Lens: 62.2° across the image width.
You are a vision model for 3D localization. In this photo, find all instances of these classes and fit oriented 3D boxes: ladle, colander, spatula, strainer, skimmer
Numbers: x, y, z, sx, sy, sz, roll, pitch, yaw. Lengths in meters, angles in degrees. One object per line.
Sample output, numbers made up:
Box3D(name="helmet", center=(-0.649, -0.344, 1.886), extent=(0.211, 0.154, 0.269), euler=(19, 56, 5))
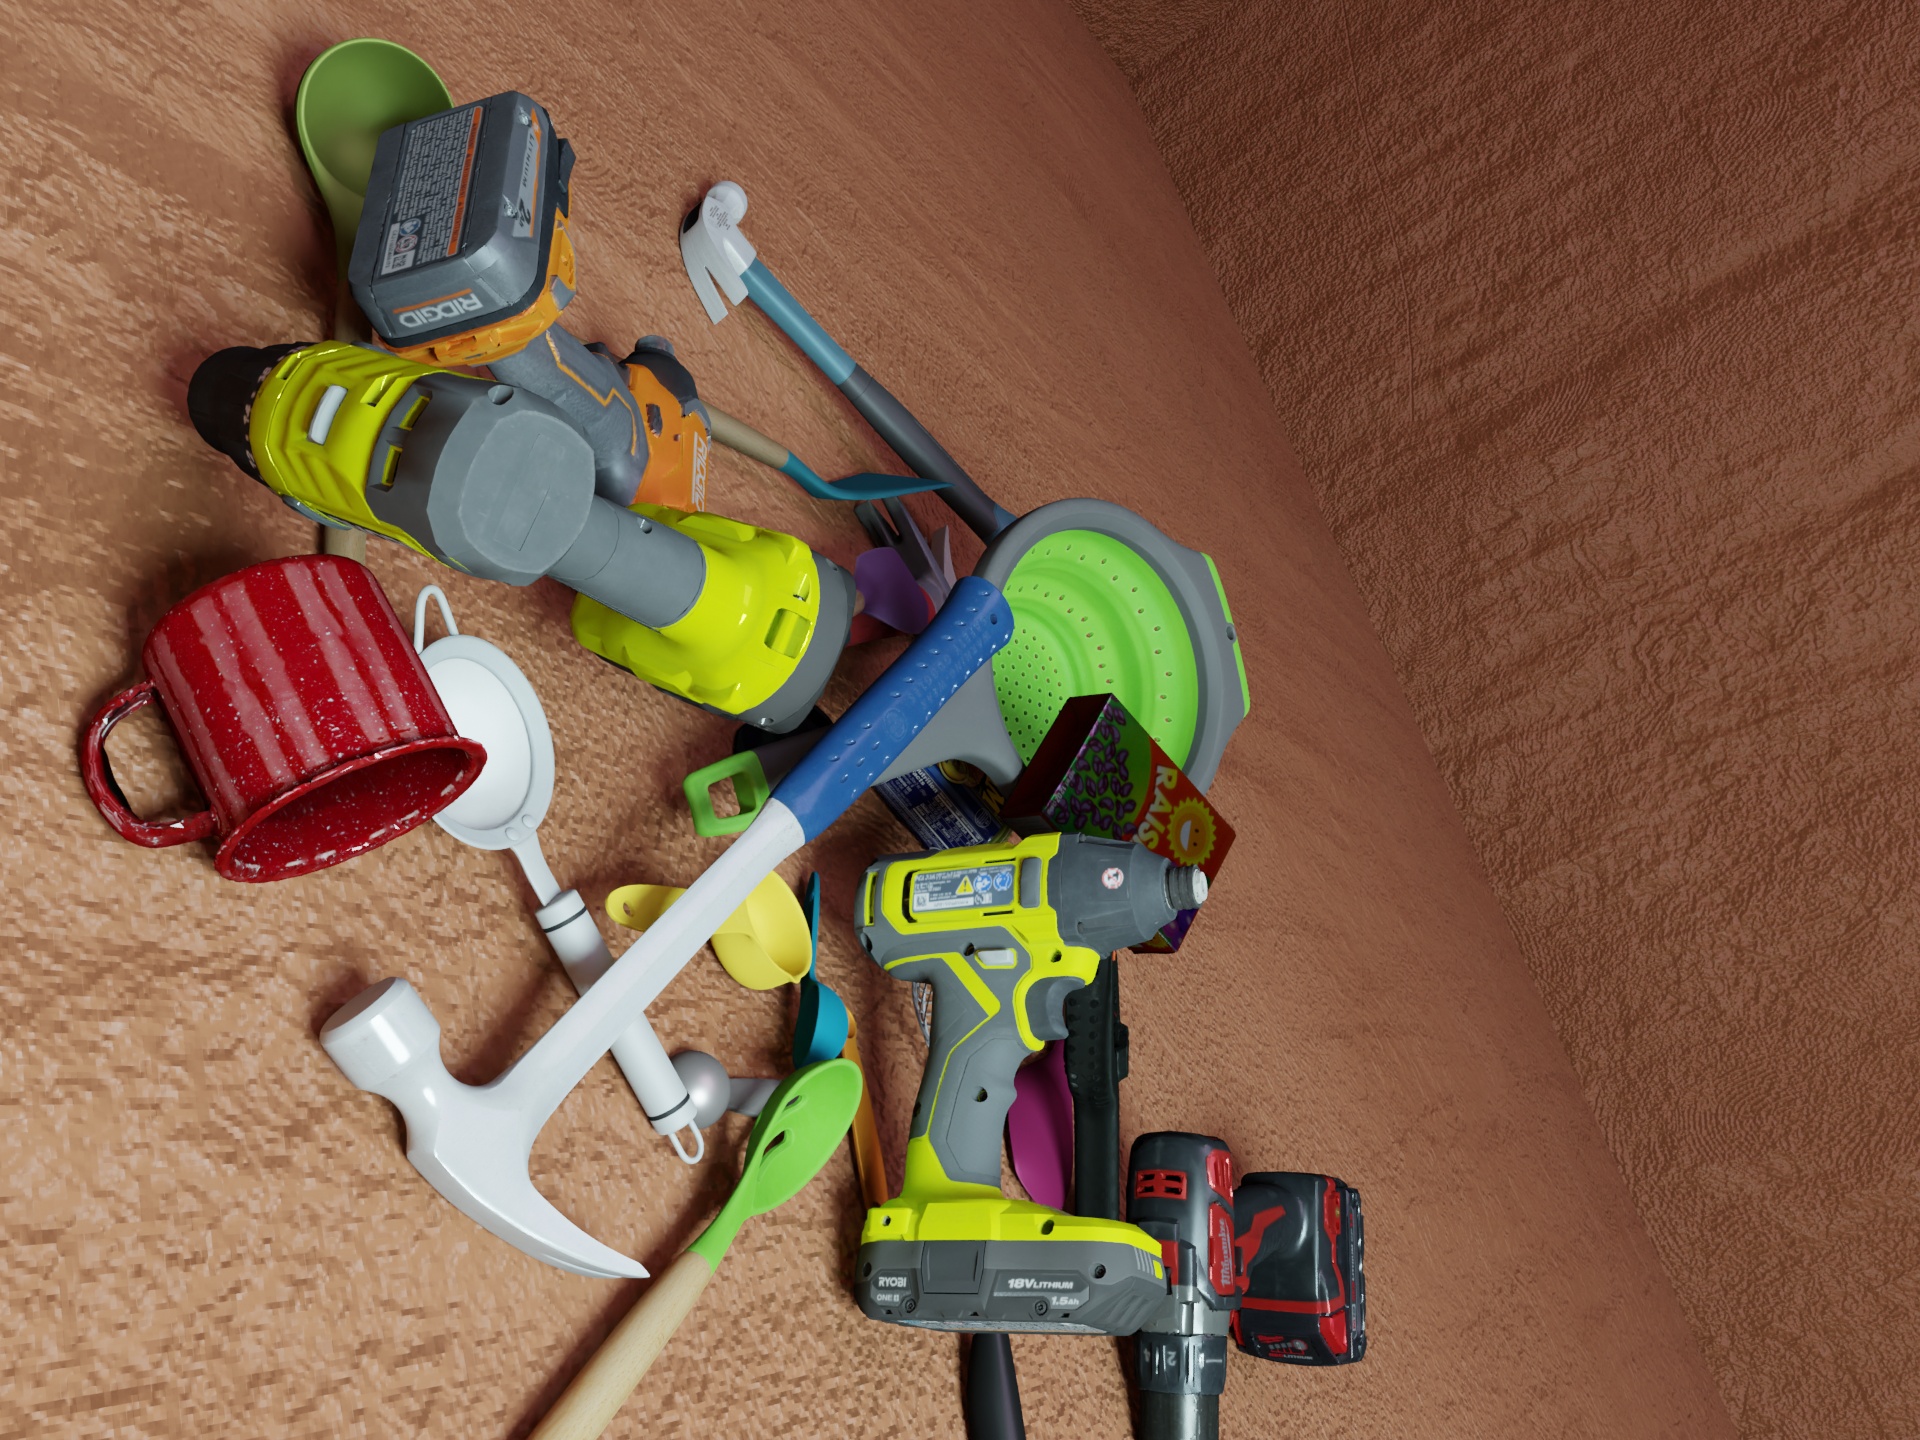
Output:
Box3D(name="ladle", center=(-0.261, -0.178, 0.699), extent=(0.078, 0.062, 0.320), euler=(23, 47, -44))
Box3D(name="colander", center=(-0.001, -0.003, 0.891), extent=(0.397, 0.094, 0.204), euler=(-18, 94, -40))
Box3D(name="spatula", center=(-0.066, -0.060, 0.870), extent=(0.060, 0.018, 0.316), euler=(59, 17, -2))
Box3D(name="strainer", center=(-0.167, 0.070, 0.638), extent=(0.258, 0.050, 0.087), euler=(64, 26, -10))
Box3D(name="spatula", center=(-0.128, -0.183, 0.988), extent=(0.317, 0.082, 0.044), euler=(21, 85, -52))
Box3D(name="skimmer", center=(0.034, 0.239, 0.801), extent=(0.127, 0.090, 0.364), euler=(76, 4, -56))

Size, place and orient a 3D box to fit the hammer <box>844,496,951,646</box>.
Box3D(name="hammer", center=(-0.081, -0.074, 0.940), extent=(0.143, 0.038, 0.386), euler=(62, 18, 3))

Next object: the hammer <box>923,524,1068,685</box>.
Box3D(name="hammer", center=(0.040, -0.111, 1.276), extent=(0.130, 0.031, 0.331), euler=(60, 23, -6))

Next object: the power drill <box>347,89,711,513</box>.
Box3D(name="power drill", center=(-0.186, -0.177, 0.756), extent=(0.226, 0.084, 0.164), euler=(61, 21, -54))

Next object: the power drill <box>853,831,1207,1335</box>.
Box3D(name="power drill", center=(0.031, 0.163, 0.738), extent=(0.080, 0.171, 0.223), euler=(45, 42, -56))

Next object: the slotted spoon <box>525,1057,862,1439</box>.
Box3D(name="slotted spoon", center=(-0.112, 0.218, 0.592), extent=(0.314, 0.031, 0.070), euler=(-44, 149, -62))

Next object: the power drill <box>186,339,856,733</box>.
Box3D(name="power drill", center=(-0.165, -0.076, 0.614), extent=(0.228, 0.191, 0.080), euler=(28, 83, -54))

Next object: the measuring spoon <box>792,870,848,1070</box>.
Box3D(name="measuring spoon", center=(-0.067, 0.121, 0.789), extent=(0.021, 0.042, 0.129), euler=(15, 34, -15))

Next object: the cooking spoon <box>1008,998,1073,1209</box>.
Box3D(name="cooking spoon", center=(0.071, 0.190, 1.021), extent=(0.068, 0.017, 0.319), euler=(55, 24, -18))

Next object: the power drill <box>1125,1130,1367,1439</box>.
Box3D(name="power drill", center=(0.166, 0.349, 0.949), extent=(0.226, 0.080, 0.188), euler=(28, 59, -52))

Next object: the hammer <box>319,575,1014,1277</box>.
Box3D(name="hammer", center=(-0.079, 0.055, 0.685), extent=(0.144, 0.035, 0.406), euler=(58, 43, -16))

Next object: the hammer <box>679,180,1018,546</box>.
Box3D(name="hammer", center=(-0.072, -0.239, 1.139), extent=(0.330, 0.033, 0.128), euler=(44, 30, -21))

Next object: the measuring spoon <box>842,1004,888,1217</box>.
Box3D(name="measuring spoon", center=(-0.051, 0.196, 0.778), extent=(0.021, 0.011, 0.117), euler=(28, 44, -56))

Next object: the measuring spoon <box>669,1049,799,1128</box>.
Box3D(name="measuring spoon", center=(-0.087, 0.168, 0.720), extent=(0.124, 0.018, 0.034), euler=(27, 41, -54))

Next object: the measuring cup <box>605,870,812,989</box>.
Box3D(name="measuring cup", center=(-0.118, 0.092, 0.712), extent=(0.156, 0.029, 0.062), euler=(21, 46, -63))
